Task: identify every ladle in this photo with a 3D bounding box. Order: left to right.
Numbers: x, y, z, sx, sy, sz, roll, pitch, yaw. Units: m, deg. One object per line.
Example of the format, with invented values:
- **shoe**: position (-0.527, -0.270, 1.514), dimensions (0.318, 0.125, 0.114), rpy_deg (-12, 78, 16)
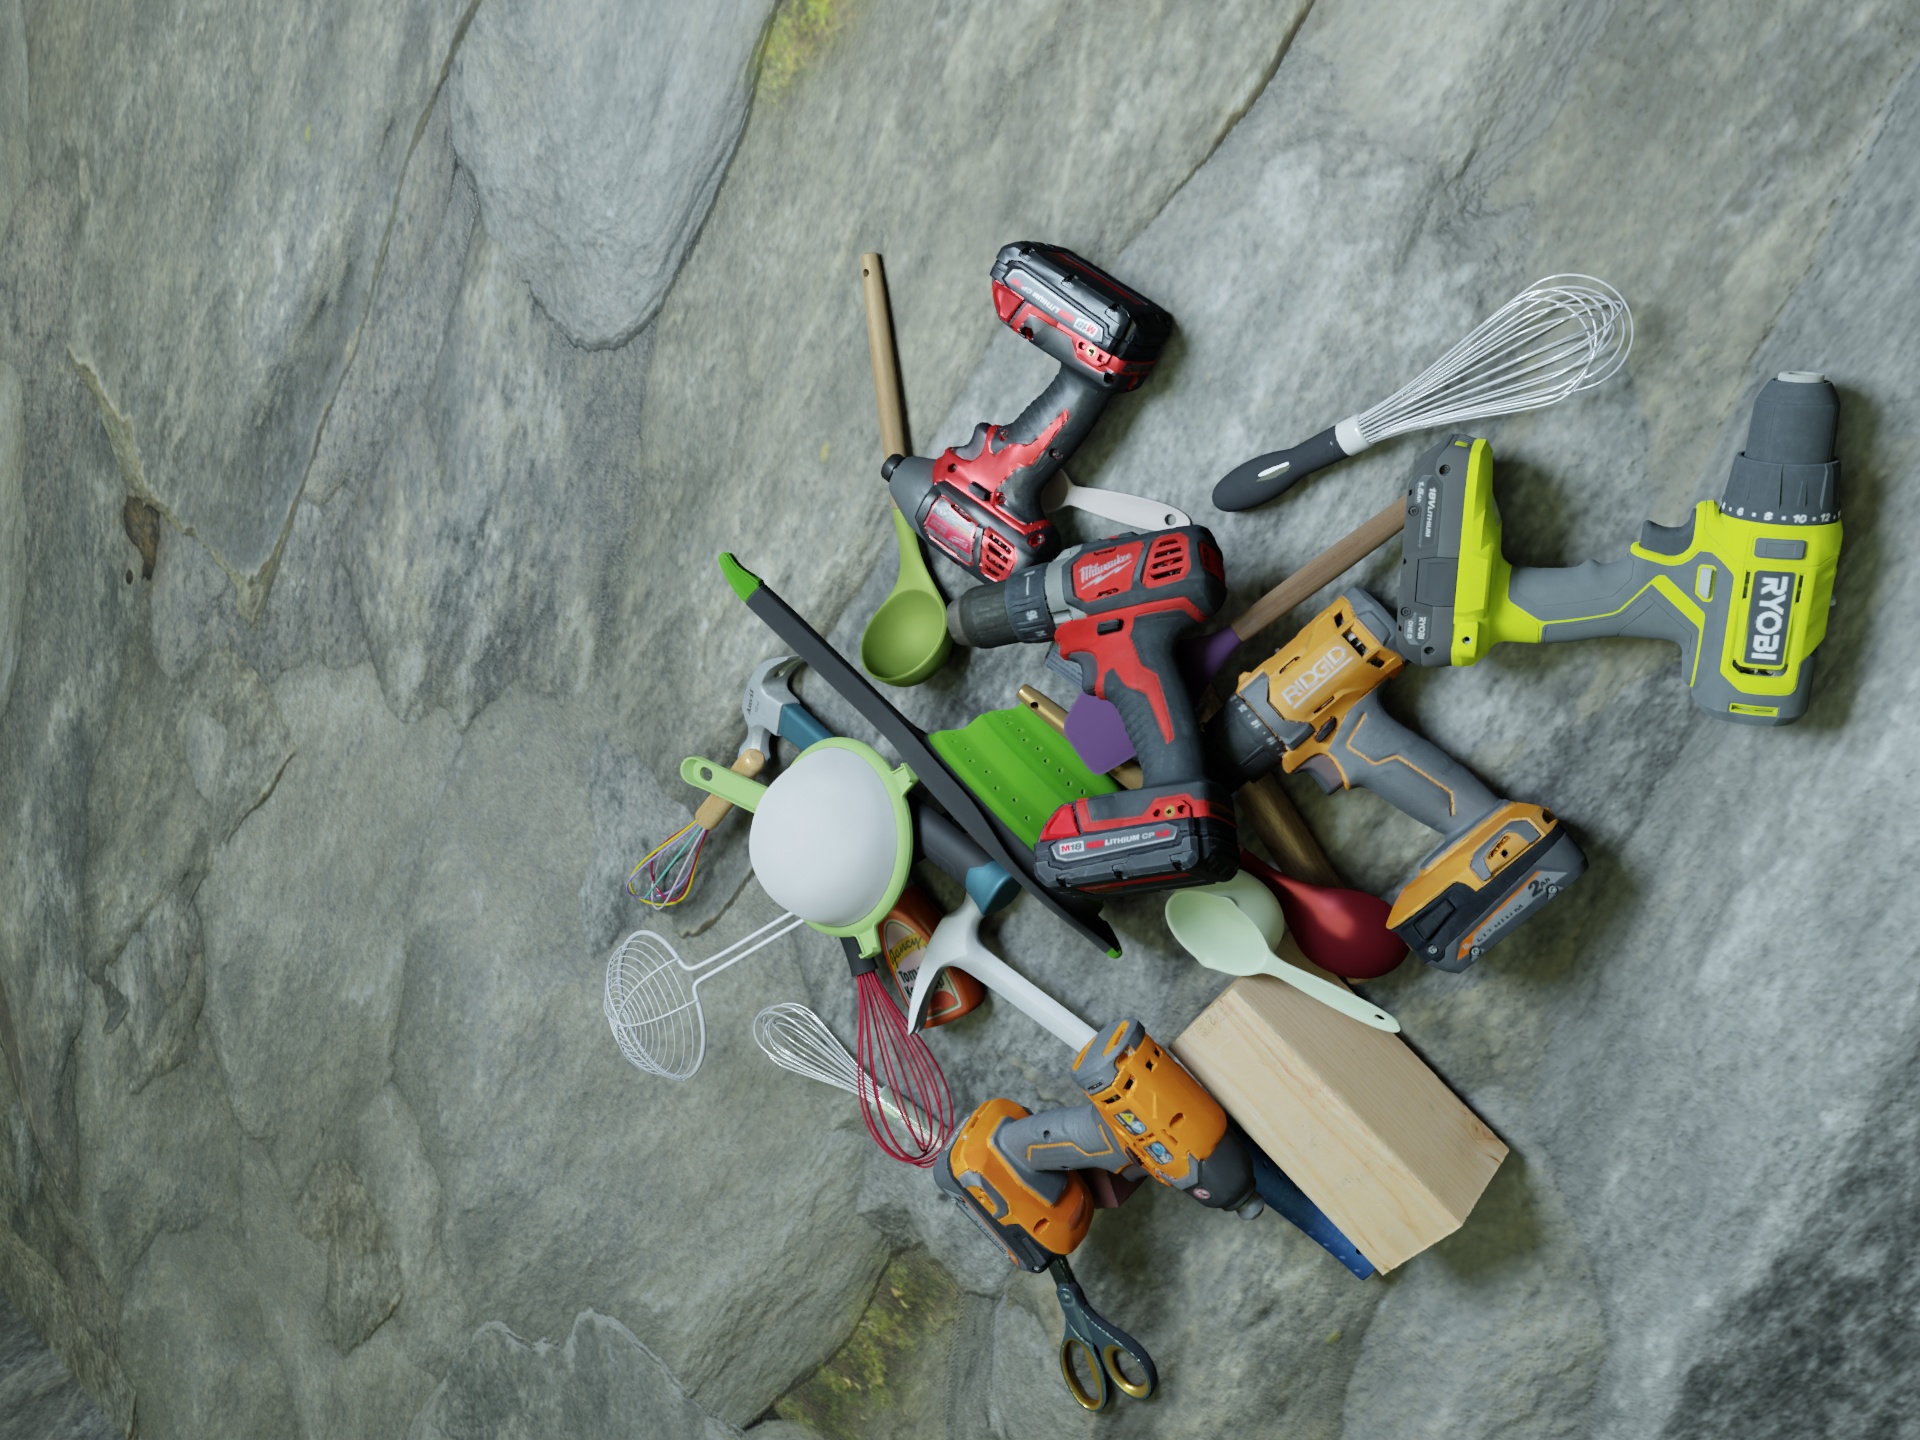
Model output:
- **ladle**: position (-0.054, -0.183, 1.184), dimensions (0.078, 0.062, 0.320), rpy_deg (1, 103, 36)
- **ladle**: position (0.166, 0.073, 1.066), dimensions (0.315, 0.031, 0.069), rpy_deg (37, 120, 3)

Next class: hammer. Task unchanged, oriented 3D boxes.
- **hammer**: position (-0.069, 0.051, 1.227), dimensions (0.331, 0.033, 0.128), rpy_deg (36, 124, 40)
- **hammer**: position (0.139, 0.282, 1.202), dimensions (0.406, 0.035, 0.144), rpy_deg (35, 96, 15)
- **hammer**: position (0.195, 0.036, 1.106), dimensions (0.130, 0.031, 0.331), rpy_deg (-34, 86, 36)

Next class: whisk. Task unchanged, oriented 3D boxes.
- **whisk**: position (-0.224, 0.097, 1.376), dimensions (0.047, 0.051, 0.245), rpy_deg (46, 132, 4)
- **whisk**: position (-0.074, 0.228, 1.320), dimensions (0.073, 0.073, 0.296), rpy_deg (-23, 82, 36)
- **whisk**: position (-0.076, 0.321, 1.369), dimensions (0.246, 0.059, 0.057), rpy_deg (32, 132, 16)
- **whisk**: position (0.269, -0.189, 0.973), dimensions (0.284, 0.070, 0.070), rpy_deg (-22, 93, 40)

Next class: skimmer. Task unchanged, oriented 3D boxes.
- **skimmer**: position (-0.137, 0.168, 1.286), dimensions (0.363, 0.090, 0.127), rpy_deg (-31, 75, 7)

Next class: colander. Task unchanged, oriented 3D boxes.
- **colander**: position (-0.002, -0.004, 1.130), dimensions (0.397, 0.204, 0.094), rpy_deg (44, 94, -5)

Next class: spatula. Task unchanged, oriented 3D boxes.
- **spatula**: position (0.196, -0.073, 1.016), dimensions (0.316, 0.018, 0.060), rpy_deg (-36, 77, 16)

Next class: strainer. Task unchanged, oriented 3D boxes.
- **strainer**: position (-0.148, 0.073, 1.216), dimensions (0.256, 0.069, 0.151), rpy_deg (21, 102, 39)

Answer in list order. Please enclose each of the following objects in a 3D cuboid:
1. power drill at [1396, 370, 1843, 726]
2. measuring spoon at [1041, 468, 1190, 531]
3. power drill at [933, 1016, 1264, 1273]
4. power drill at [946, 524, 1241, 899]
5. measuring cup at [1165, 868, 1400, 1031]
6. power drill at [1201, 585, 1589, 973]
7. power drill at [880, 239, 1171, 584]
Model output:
- **power drill**: position (0.374, -0.103, 0.904), dimensions (0.228, 0.080, 0.190), rpy_deg (6, 110, 20)
- **measuring spoon**: position (0.105, -0.153, 1.118), dimensions (0.124, 0.018, 0.034), rpy_deg (18, 107, 20)
- **power drill**: position (0.102, 0.319, 1.143), dimensions (0.164, 0.084, 0.226), rpy_deg (47, 131, -4)
- **power drill**: position (0.083, -0.004, 1.011), dimensions (0.188, 0.080, 0.227), rpy_deg (-11, 73, 25)
- **measuring cup**: position (0.216, 0.149, 1.042), dimensions (0.168, 0.038, 0.083), rpy_deg (28, 143, 17)
- **power drill**: position (0.255, 0.054, 1.009), dimensions (0.185, 0.084, 0.226), rpy_deg (-41, 80, 6)
- **power drill**: position (0.036, -0.207, 1.090), dimensions (0.143, 0.078, 0.219), rpy_deg (37, 117, 18)
